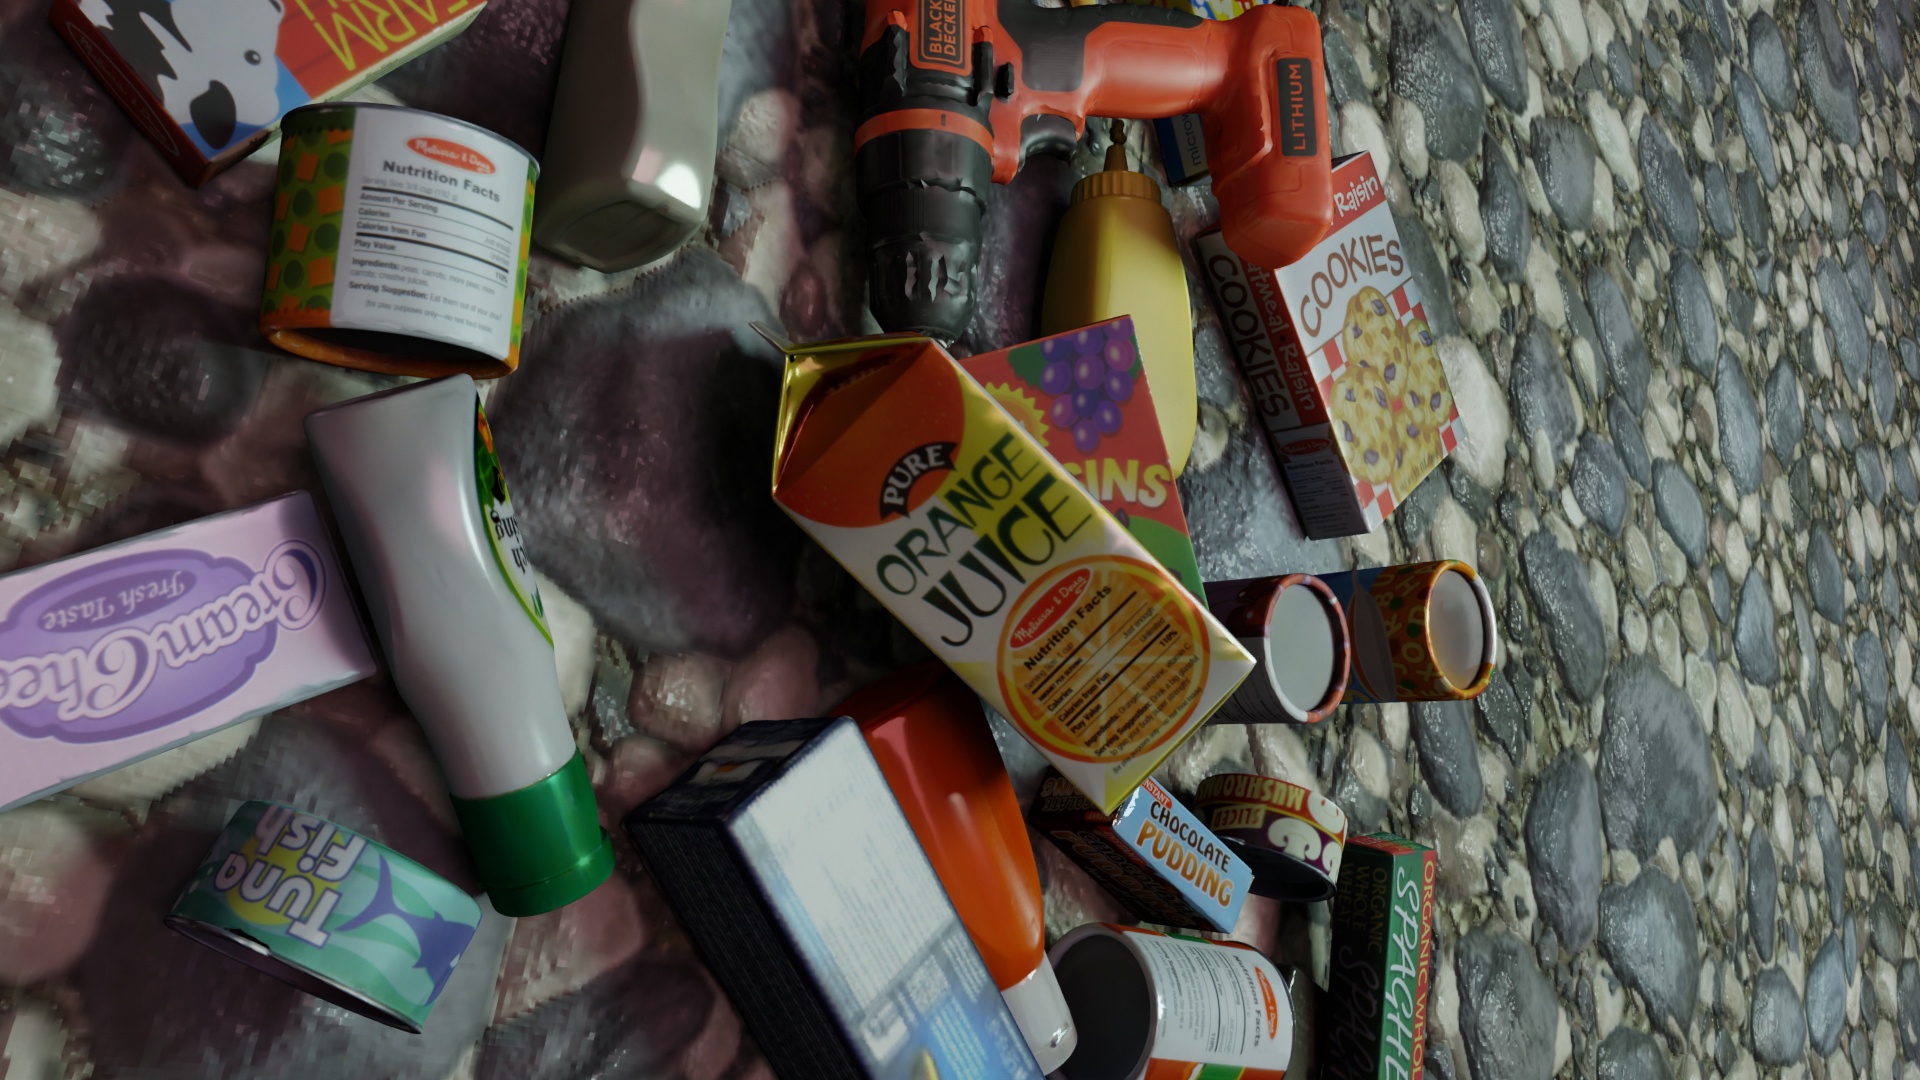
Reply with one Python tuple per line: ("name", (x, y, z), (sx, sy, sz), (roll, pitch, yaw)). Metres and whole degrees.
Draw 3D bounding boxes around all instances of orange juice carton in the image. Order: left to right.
("orange juice carton", (0.002, -0.006, 0.465), (0.192, 0.072, 0.073), (44, 94, -9))

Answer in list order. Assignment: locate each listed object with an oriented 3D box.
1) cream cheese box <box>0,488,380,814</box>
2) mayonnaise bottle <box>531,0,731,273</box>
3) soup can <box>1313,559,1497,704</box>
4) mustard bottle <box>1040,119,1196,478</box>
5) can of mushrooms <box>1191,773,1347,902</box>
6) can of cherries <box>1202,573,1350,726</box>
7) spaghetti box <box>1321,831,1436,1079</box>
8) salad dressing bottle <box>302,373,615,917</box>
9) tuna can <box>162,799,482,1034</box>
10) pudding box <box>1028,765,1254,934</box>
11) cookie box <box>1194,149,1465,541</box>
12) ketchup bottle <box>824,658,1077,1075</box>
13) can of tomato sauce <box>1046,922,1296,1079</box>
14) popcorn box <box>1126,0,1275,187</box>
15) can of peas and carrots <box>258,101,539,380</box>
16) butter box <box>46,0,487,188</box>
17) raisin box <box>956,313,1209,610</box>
("cream cheese box", (-0.204, 0.027, 0.341), (0.104, 0.024, 0.053), (-23, 99, -42))
("mayonnaise bottle", (-0.100, -0.163, 0.445), (0.041, 0.064, 0.148), (22, 65, -41))
("soup can", (0.200, 0.046, 0.664), (0.071, 0.083, 0.071), (8, 78, -41))
("mustard bottle", (0.067, -0.104, 0.593), (0.065, 0.048, 0.160), (11, 74, -36))
("can of mushrooms", (0.130, 0.127, 0.596), (0.071, 0.071, 0.033), (38, 59, -32))
("can of cherries", (0.132, 0.047, 0.619), (0.071, 0.058, 0.071), (8, 77, -41))
("spaghetti box", (0.183, 0.259, 0.623), (0.050, 0.028, 0.250), (11, 83, -49))
("salad dressing bottle", (-0.134, 0.030, 0.383), (0.044, 0.064, 0.147), (-18, 104, -16))
("tuna can", (-0.156, 0.092, 0.342), (0.071, 0.071, 0.033), (41, 56, -30))
("pudding box", (0.074, 0.123, 0.558), (0.083, 0.049, 0.030), (45, 58, -28))
("cookie box", (0.193, -0.102, 0.714), (0.123, 0.040, 0.167), (-35, 107, -40))
("ketchup bottle", (0.000, 0.120, 0.496), (0.065, 0.043, 0.148), (-31, 104, -45))
("can of tomato sauce", (0.077, 0.187, 0.541), (0.083, 0.071, 0.071), (21, 69, -38))
("popcorn box", (0.128, -0.240, 0.680), (0.085, 0.038, 0.126), (-17, 94, -41))
("can of peas and carrots", (-0.152, -0.078, 0.378), (0.071, 0.071, 0.059), (9, 82, -41))
("butter box", (-0.188, -0.147, 0.386), (0.053, 0.024, 0.104), (55, 52, -21))
("raisin box", (0.038, -0.016, 0.530), (0.086, 0.040, 0.123), (-16, 95, -2))
